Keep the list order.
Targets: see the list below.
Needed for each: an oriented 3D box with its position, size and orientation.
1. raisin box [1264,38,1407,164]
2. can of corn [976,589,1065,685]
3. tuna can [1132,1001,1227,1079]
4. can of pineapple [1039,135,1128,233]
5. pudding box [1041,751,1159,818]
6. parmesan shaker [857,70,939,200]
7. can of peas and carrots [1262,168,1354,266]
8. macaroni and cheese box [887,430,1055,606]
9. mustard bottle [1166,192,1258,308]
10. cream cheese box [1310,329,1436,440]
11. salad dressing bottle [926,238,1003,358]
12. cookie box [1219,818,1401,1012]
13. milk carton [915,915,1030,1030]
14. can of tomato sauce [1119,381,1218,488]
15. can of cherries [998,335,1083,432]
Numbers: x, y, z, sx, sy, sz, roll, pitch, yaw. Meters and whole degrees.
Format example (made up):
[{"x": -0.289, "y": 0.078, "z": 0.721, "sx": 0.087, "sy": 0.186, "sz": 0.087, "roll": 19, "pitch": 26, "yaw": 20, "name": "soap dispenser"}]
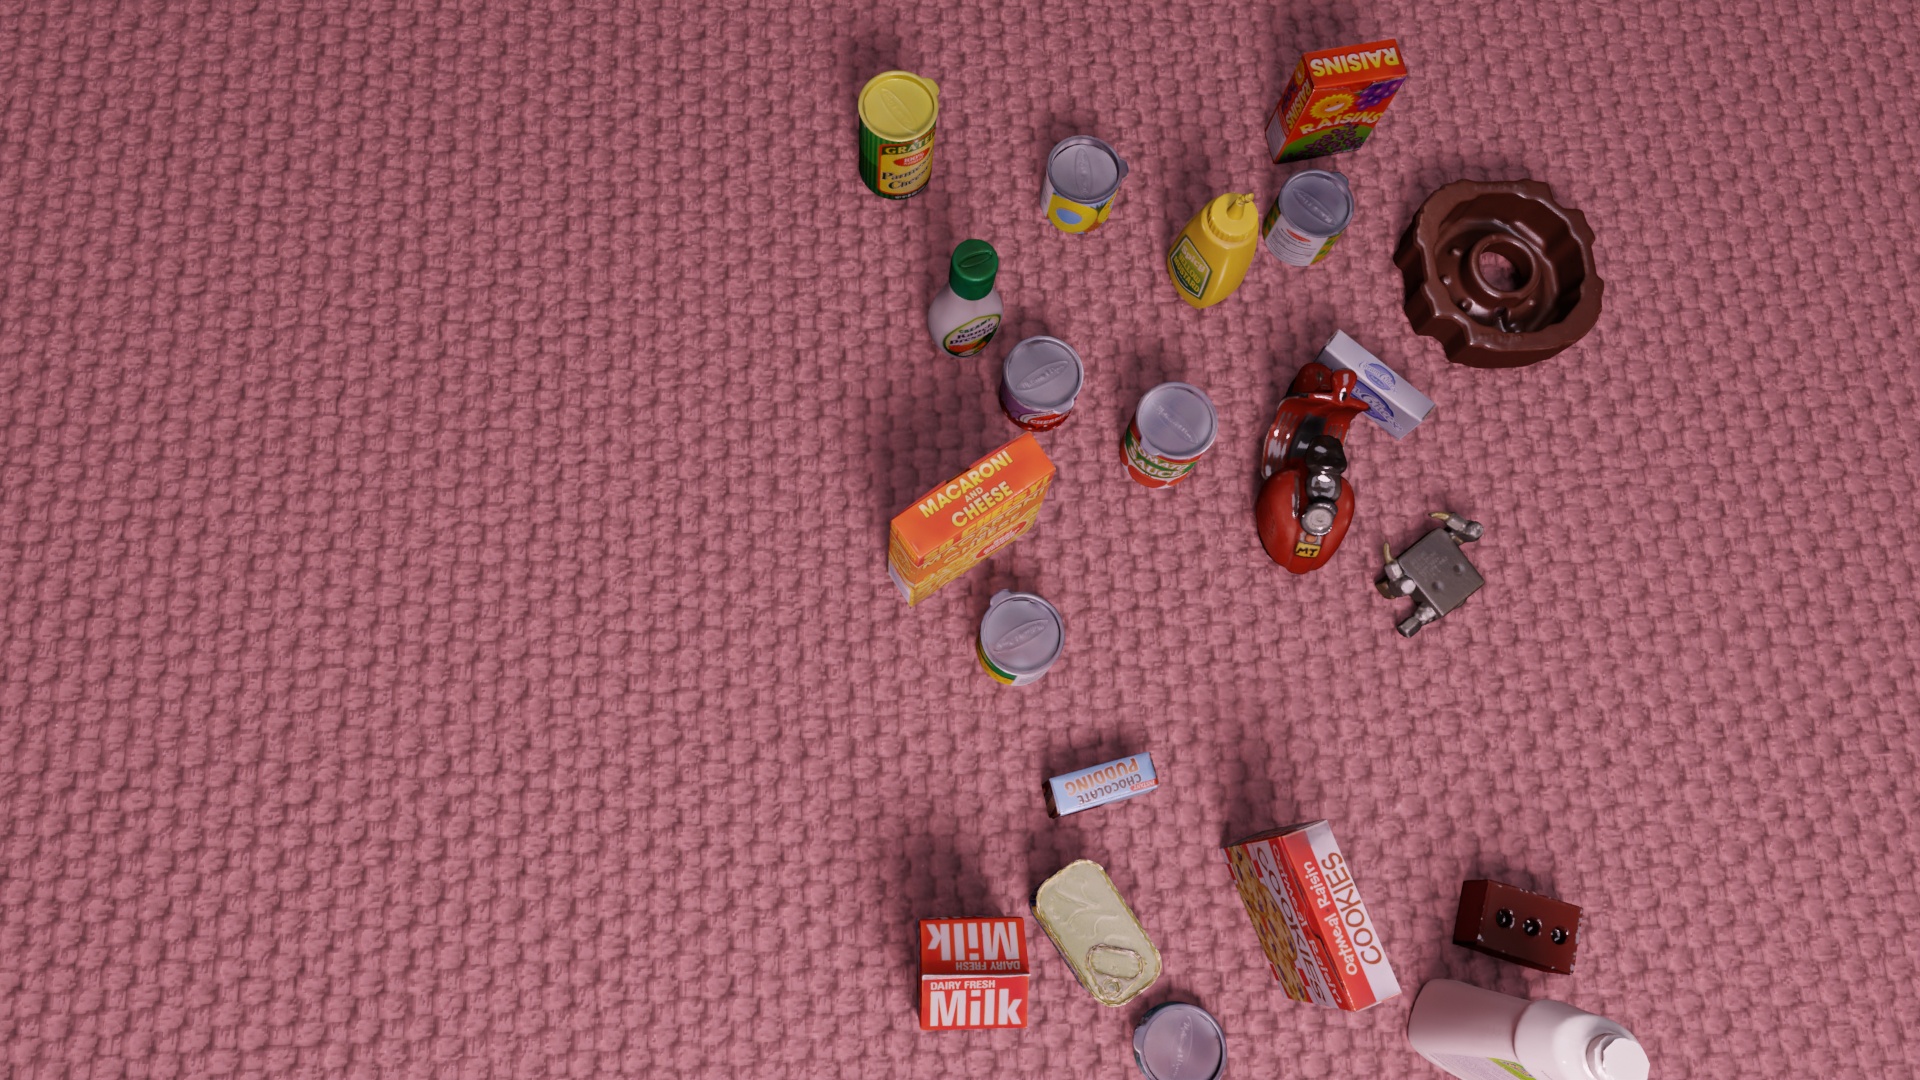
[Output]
[{"x": 0.326, "y": -0.382, "z": 1.216, "sx": 0.086, "sy": 0.123, "sz": 0.040, "roll": -10, "pitch": 76, "yaw": -6, "name": "raisin box"}, {"x": 0.045, "y": 0.077, "z": 1.103, "sx": 0.071, "sy": 0.058, "sz": 0.071, "roll": 1, "pitch": 75, "yaw": -4, "name": "can of corn"}, {"x": 0.161, "y": 0.379, "z": 1.040, "sx": 0.071, "sy": 0.032, "sz": 0.071, "roll": 1, "pitch": 75, "yaw": -4, "name": "tuna can"}, {"x": 0.107, "y": -0.310, "z": 1.216, "sx": 0.071, "sy": 0.057, "sz": 0.071, "roll": 1, "pitch": 75, "yaw": -4, "name": "can of pineapple"}, {"x": 0.108, "y": 0.191, "z": 1.080, "sx": 0.084, "sy": 0.049, "sz": 0.030, "roll": -14, "pitch": 76, "yaw": -8, "name": "pudding box"}, {"x": -0.052, "y": -0.346, "z": 1.192, "sx": 0.071, "sy": 0.103, "sz": 0.071, "roll": 1, "pitch": 75, "yaw": -3, "name": "parmesan shaker"}, {"x": 0.306, "y": -0.285, "z": 1.222, "sx": 0.071, "sy": 0.058, "sz": 0.071, "roll": 1, "pitch": 75, "yaw": -4, "name": "can of peas and carrots"}, {"x": 0.004, "y": -0.013, "z": 1.070, "sx": 0.124, "sy": 0.166, "sz": 0.040, "roll": -33, "pitch": 80, "yaw": -12, "name": "macaroni and cheese box"}, {"x": 0.214, "y": -0.249, "z": 1.153, "sx": 0.049, "sy": 0.159, "sz": 0.065, "roll": -32, "pitch": 79, "yaw": -11, "name": "mustard bottle"}, {"x": 0.349, "y": -0.131, "z": 1.184, "sx": 0.104, "sy": 0.053, "sz": 0.024, "roll": 40, "pitch": 76, "yaw": 7, "name": "cream cheese box"}, {"x": 0.006, "y": -0.196, "z": 1.130, "sx": 0.064, "sy": 0.147, "sz": 0.044, "roll": -21, "pitch": 77, "yaw": -9, "name": "salad dressing bottle"}, {"x": 0.248, "y": 0.271, "z": 1.006, "sx": 0.040, "sy": 0.167, "sz": 0.123, "roll": -20, "pitch": 77, "yaw": -9, "name": "cookie box"}, {"x": 0.006, "y": 0.300, "z": 0.970, "sx": 0.072, "sy": 0.190, "sz": 0.073, "roll": 0, "pitch": 75, "yaw": -4, "name": "milk carton"}, {"x": 0.169, "y": -0.084, "z": 1.144, "sx": 0.071, "sy": 0.083, "sz": 0.071, "roll": 1, "pitch": 75, "yaw": -3, "name": "can of tomato sauce"}, {"x": 0.067, "y": -0.128, "z": 1.162, "sx": 0.071, "sy": 0.058, "sz": 0.071, "roll": 1, "pitch": 75, "yaw": -4, "name": "can of cherries"}]
